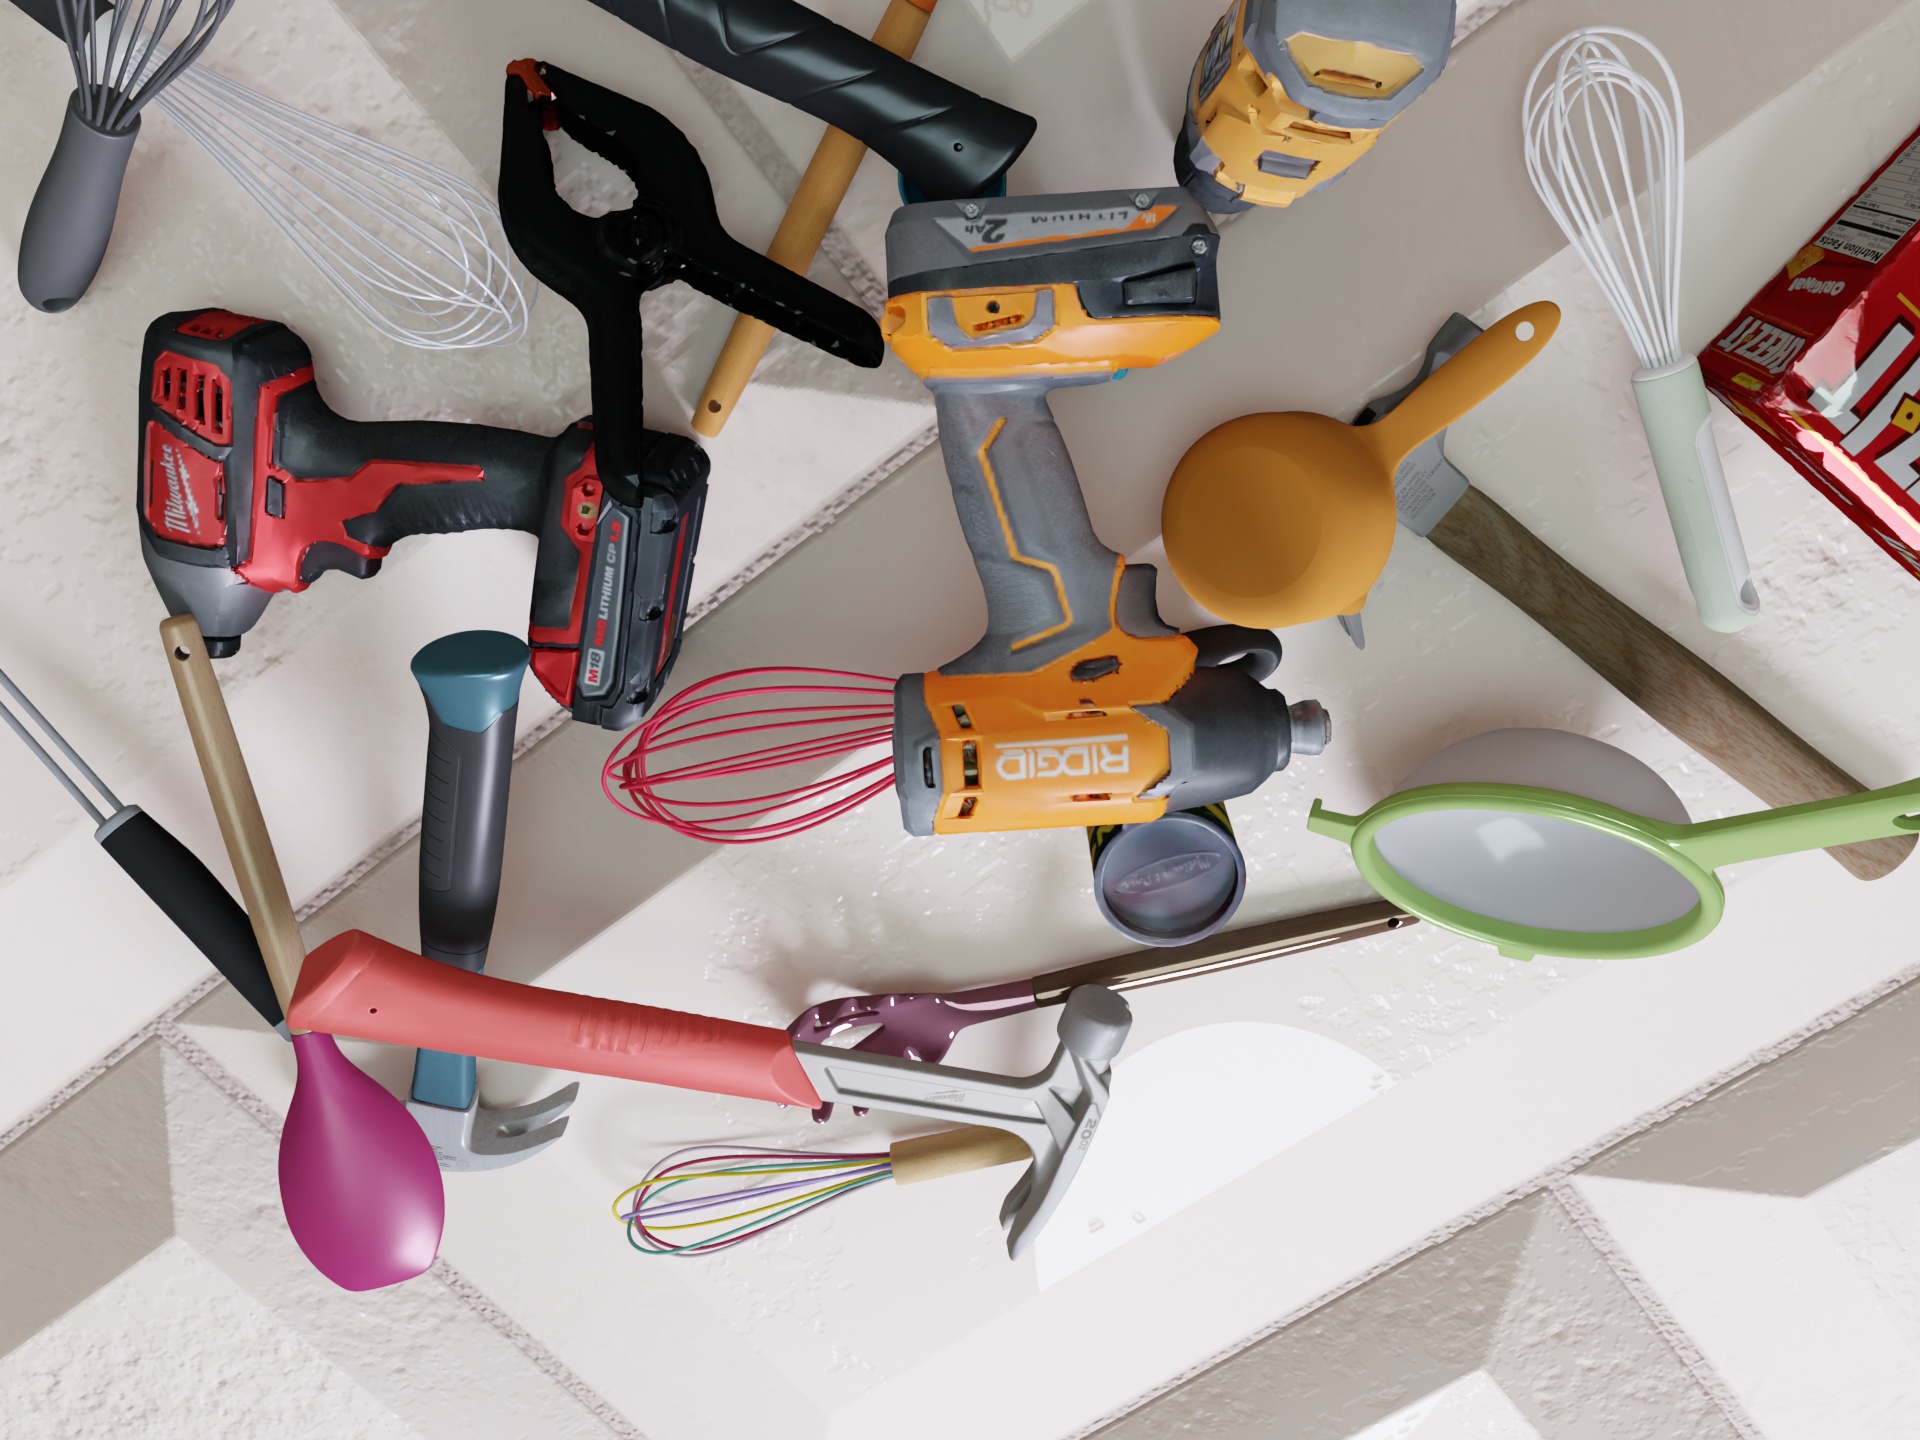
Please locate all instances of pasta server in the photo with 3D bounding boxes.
[{"bbox_3d":[0.063,0.129,0.756,0.316,0.040,0.060,-13,118,4],"label":"pasta server"}]

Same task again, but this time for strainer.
[{"bbox_3d":[0.278,0.031,0.643,0.151,0.069,0.256,32,152,-24],"label":"strainer"}]

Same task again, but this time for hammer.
[{"bbox_3d":[-0.108,0.156,0.706,0.359,0.037,0.149,13,115,-18],"label":"hammer"},{"bbox_3d":[0.292,-0.026,0.692,0.331,0.031,0.130,34,109,-14],"label":"hammer"},{"bbox_3d":[-0.161,-0.291,0.558,0.409,0.036,0.149,25,109,-5],"label":"hammer"},{"bbox_3d":[-0.224,0.094,0.700,0.128,0.033,0.330,13,128,-6],"label":"hammer"}]

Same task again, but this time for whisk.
[{"bbox_3d":[-0.301,-0.210,0.554,0.055,0.055,0.239,41,139,-16],"label":"whisk"},{"bbox_3d":[-0.001,-0.002,0.664,0.296,0.073,0.073,-12,114,-13],"label":"whisk"},{"bbox_3d":[0.273,-0.145,0.619,0.059,0.058,0.246,-4,116,48],"label":"whisk"},{"bbox_3d":[-0.284,-0.230,0.594,0.284,0.070,0.070,34,109,-8],"label":"whisk"},{"bbox_3d":[-0.055,0.226,0.796,0.245,0.051,0.047,-12,107,2],"label":"whisk"}]

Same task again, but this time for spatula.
[{"bbox_3d":[-0.028,-0.248,0.602,0.081,0.041,0.322,28,115,-10],"label":"spatula"}]

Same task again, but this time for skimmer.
[{"bbox_3d":[-0.407,0.006,0.654,0.127,0.090,0.363,-37,99,14],"label":"skimmer"}]

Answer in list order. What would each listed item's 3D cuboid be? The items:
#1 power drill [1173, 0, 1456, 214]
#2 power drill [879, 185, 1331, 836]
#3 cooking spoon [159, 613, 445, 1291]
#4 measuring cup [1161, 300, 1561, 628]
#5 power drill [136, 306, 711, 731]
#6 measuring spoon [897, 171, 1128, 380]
[{"bbox_3d":[0.120,-0.285,0.525,0.084,0.185,0.226,9,94,-4],"label":"power drill"},{"bbox_3d":[0.052,-0.073,0.589,0.164,0.084,0.226,-3,96,0],"label":"power drill"},{"bbox_3d":[-0.288,0.109,0.682,0.068,0.017,0.318,-13,106,-10],"label":"cooking spoon"},{"bbox_3d":[0.152,-0.102,0.614,0.173,0.052,0.095,-40,78,32],"label":"measuring cup"},{"bbox_3d":[-0.223,-0.074,0.650,0.219,0.079,0.143,13,113,-3],"label":"power drill"},{"bbox_3d":[0.024,-0.185,0.635,0.042,0.021,0.128,-40,117,14],"label":"measuring spoon"}]
